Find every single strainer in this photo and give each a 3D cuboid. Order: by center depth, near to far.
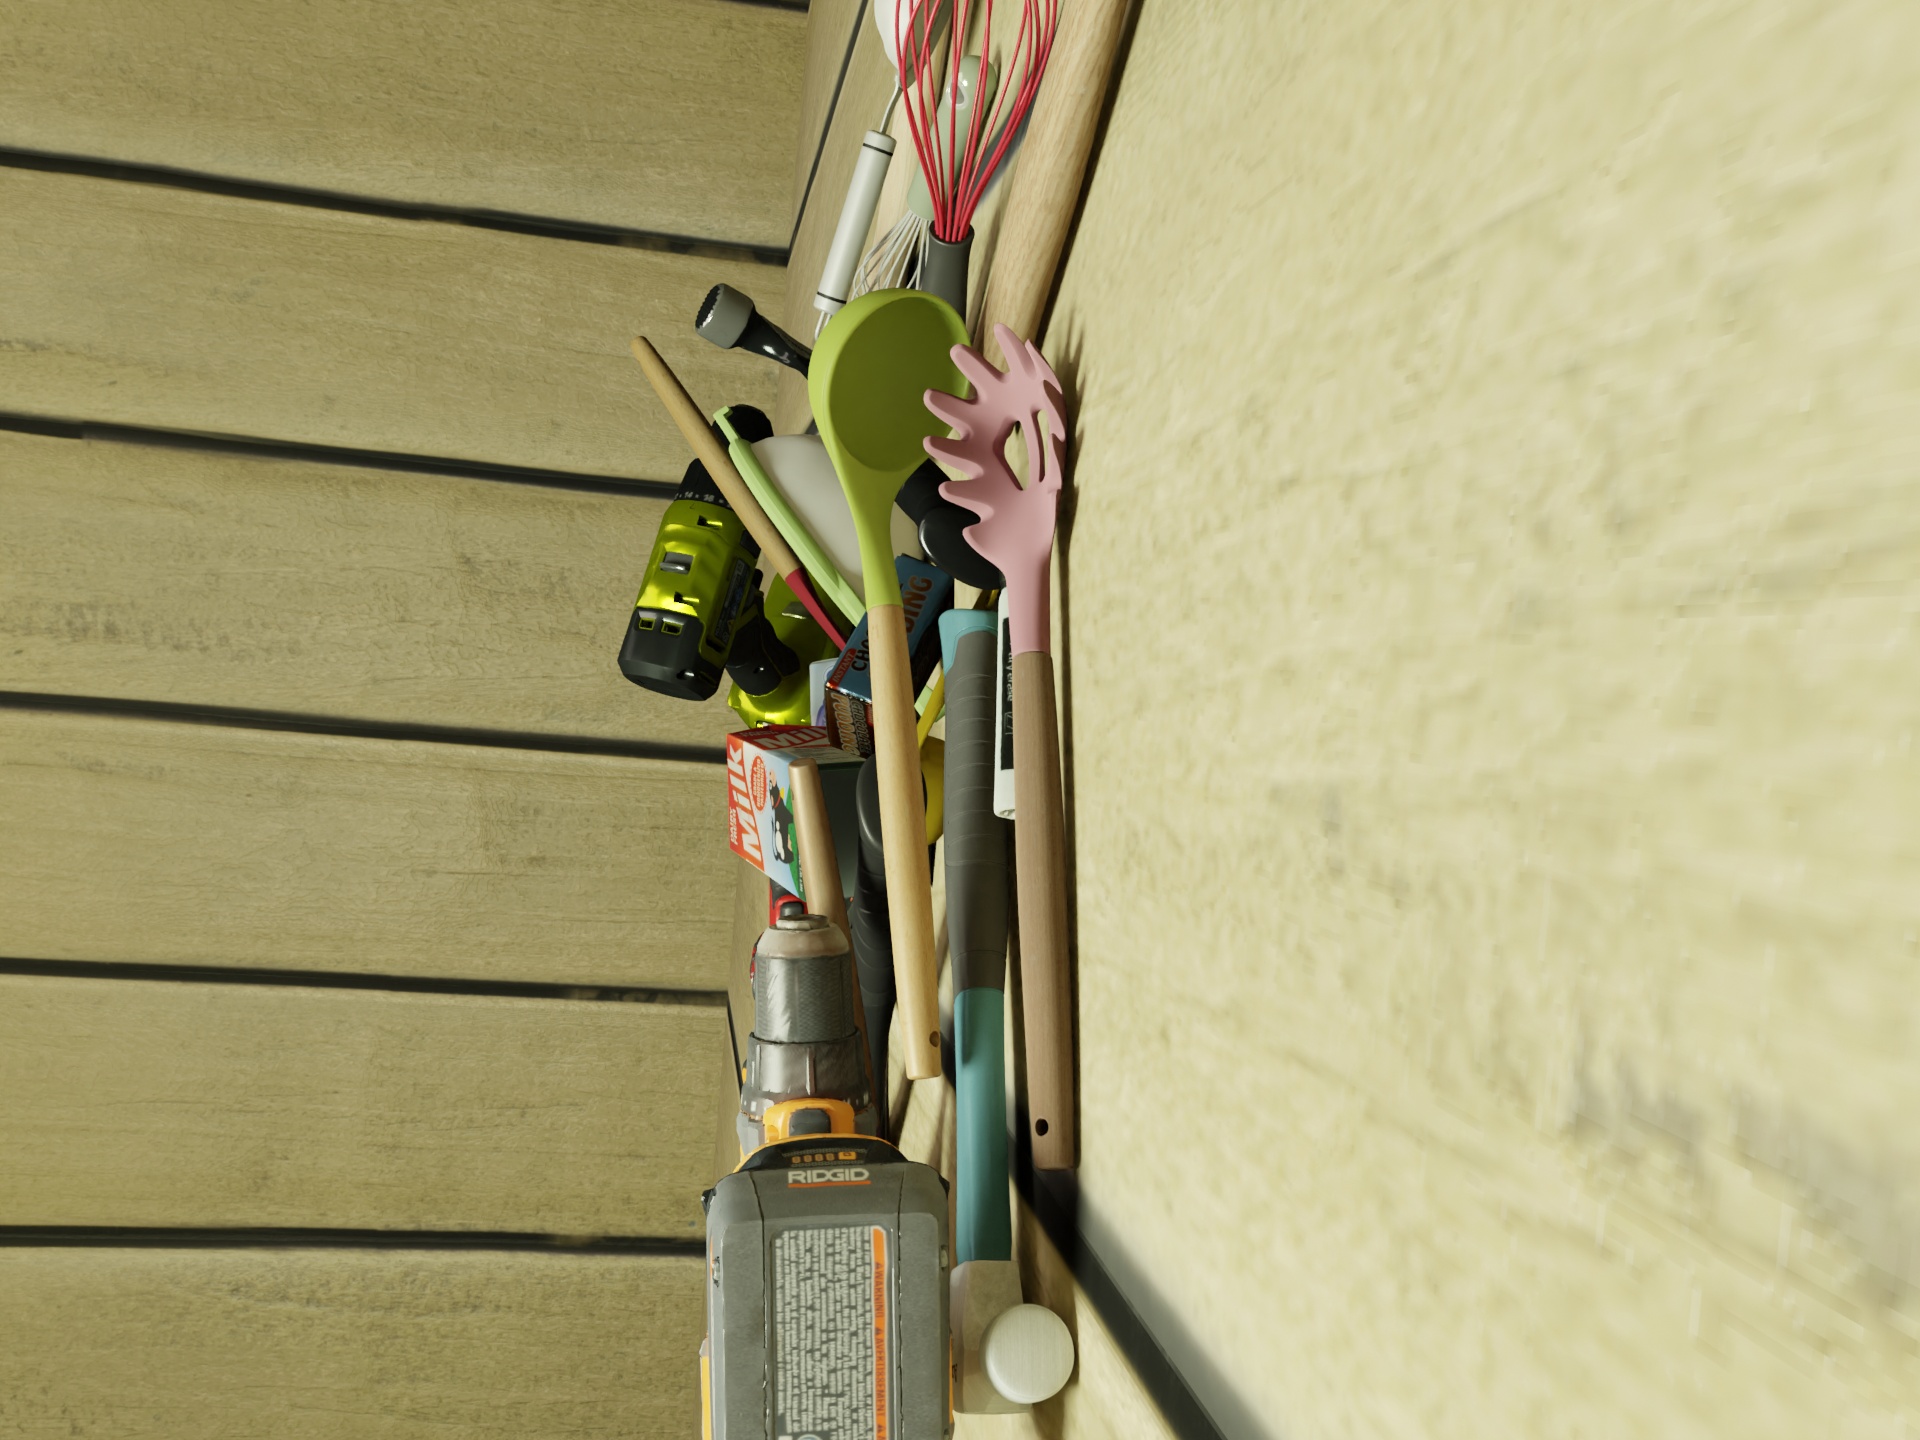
[{"bbox_3d":[-0.046,-0.093,0.915,0.151,0.069,0.257,50,-177,-45],"label":"strainer"},{"bbox_3d":[-0.047,-0.349,0.937,0.087,0.050,0.258,-59,-10,-73],"label":"strainer"}]

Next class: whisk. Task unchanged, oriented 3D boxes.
[{"bbox_3d":[-0.003,-0.257,0.781,0.295,0.073,0.073,100,170,-54],"label":"whisk"},{"bbox_3d":[-0.021,-0.302,0.944,0.058,0.059,0.246,55,156,8],"label":"whisk"}]

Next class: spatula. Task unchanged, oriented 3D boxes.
[{"bbox_3d":[-0.049,0.166,0.742,0.060,0.018,0.315,-143,42,-65],"label":"spatula"}]

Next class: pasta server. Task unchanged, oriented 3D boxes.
[{"bbox_3d":[0.022,0.000,0.580,0.060,0.040,0.316,-18,63,36],"label":"pasta server"}]

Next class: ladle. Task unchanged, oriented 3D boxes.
[{"bbox_3d":[-0.019,-0.022,0.632,0.062,0.078,0.320,-18,70,38],"label":"ladle"},{"bbox_3d":[-0.114,-0.108,0.960,0.315,0.031,0.069,56,173,11],"label":"ladle"}]

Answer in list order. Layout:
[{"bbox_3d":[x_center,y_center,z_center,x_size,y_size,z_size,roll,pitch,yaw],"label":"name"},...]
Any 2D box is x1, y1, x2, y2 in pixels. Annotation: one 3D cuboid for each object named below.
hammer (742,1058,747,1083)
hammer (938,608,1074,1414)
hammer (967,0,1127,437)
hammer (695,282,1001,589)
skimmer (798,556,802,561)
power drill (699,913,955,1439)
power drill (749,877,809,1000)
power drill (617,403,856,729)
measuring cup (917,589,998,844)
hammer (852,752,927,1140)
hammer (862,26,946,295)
[{"bbox_3d":[-0.079,0.330,0.844,0.127,0.034,0.337,102,158,-46],"label":"hammer"},{"bbox_3d":[0.008,0.097,0.633,0.128,0.033,0.331,115,157,-60],"label":"hammer"},{"bbox_3d":[0.041,-0.236,0.599,0.331,0.031,0.130,108,163,-52],"label":"hammer"},{"bbox_3d":[-0.046,-0.152,0.860,0.036,0.149,0.409,-58,28,13],"label":"hammer"},{"bbox_3d":[-0.117,-0.047,1.239,0.090,0.127,0.364,102,159,-66],"label":"skimmer"},{"bbox_3d":[-0.055,0.177,0.604,0.226,0.084,0.185,-178,87,-82],"label":"power drill"},{"bbox_3d":[-0.137,0.131,1.292,0.143,0.078,0.219,-151,63,-79],"label":"power drill"},{"bbox_3d":[-0.137,-0.087,1.082,0.228,0.080,0.191,45,-122,-66],"label":"power drill"},{"bbox_3d":[-0.001,-0.002,0.772,0.062,0.029,0.156,-96,27,-54],"label":"measuring cup"},{"bbox_3d":[-0.044,0.141,0.810,0.146,0.035,0.334,-96,9,-46],"label":"hammer"},{"bbox_3d":[-0.026,-0.421,1.033,0.146,0.038,0.410,-101,18,-51],"label":"hammer"}]
